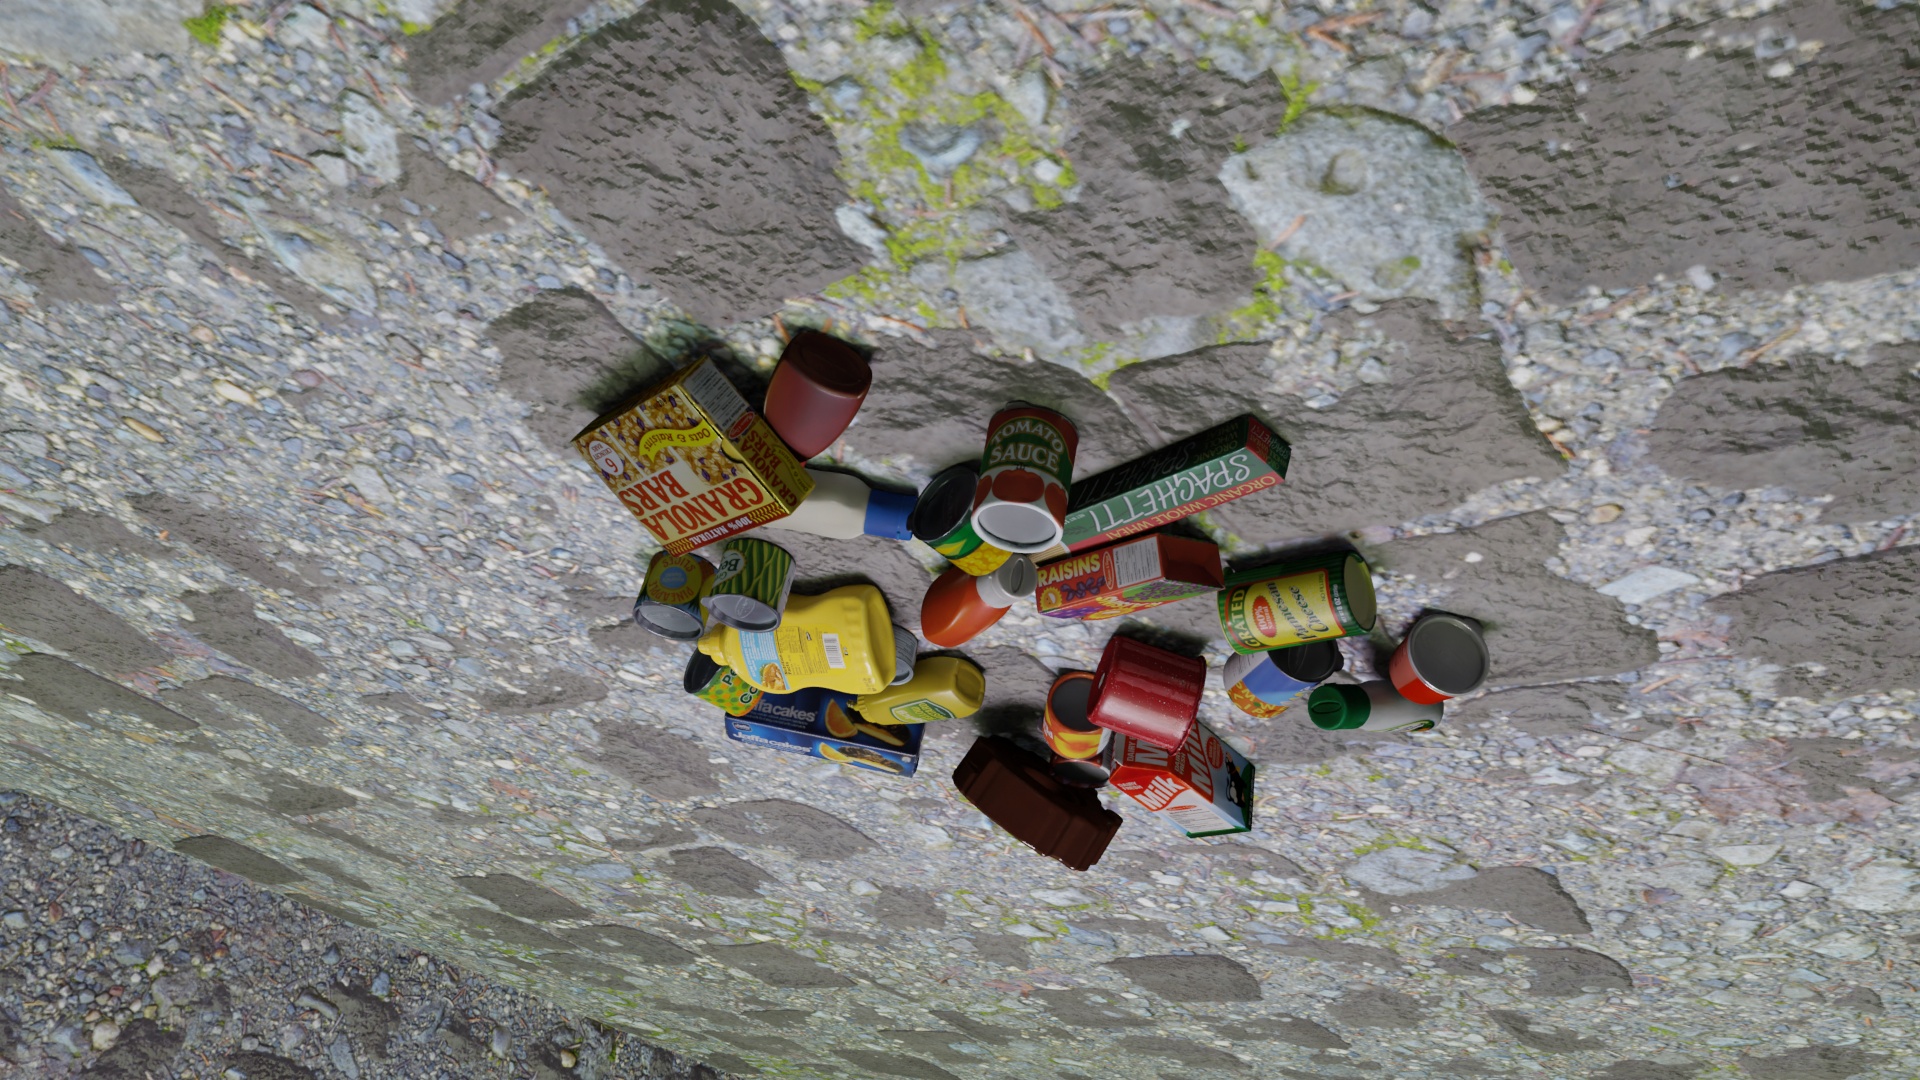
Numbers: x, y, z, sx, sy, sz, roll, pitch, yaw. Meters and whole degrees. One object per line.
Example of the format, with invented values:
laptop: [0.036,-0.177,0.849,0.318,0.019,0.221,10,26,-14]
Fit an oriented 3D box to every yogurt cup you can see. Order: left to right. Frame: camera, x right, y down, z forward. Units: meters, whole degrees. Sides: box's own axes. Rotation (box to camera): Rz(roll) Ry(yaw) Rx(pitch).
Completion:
yogurt cup: [0.381,0.099,1.115,0.072,0.072,0.053,14,156,-3]

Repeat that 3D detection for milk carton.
milk carton: [0.207,0.220,1.355,0.073,0.073,0.190,-17,139,38]

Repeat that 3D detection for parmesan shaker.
parmesan shaker: [0.258,0.045,1.070,0.103,0.071,0.071,-15,139,35]

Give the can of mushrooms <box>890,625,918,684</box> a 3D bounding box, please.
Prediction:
can of mushrooms: [-0.075,0.107,1.306,0.071,0.033,0.070,8,148,5]

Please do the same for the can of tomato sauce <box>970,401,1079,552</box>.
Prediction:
can of tomato sauce: [0.046,-0.044,0.980,0.071,0.083,0.071,8,148,5]

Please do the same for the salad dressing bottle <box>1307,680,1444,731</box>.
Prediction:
salad dressing bottle: [0.344,0.138,1.152,0.148,0.044,0.064,6,166,-42]

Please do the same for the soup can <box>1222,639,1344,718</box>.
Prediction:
soup can: [0.267,0.105,1.156,0.071,0.072,0.083,17,148,-7]

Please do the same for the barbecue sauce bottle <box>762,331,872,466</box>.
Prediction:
barbecue sauce bottle: [-0.114,-0.088,1.001,0.065,0.044,0.147,29,146,-7]

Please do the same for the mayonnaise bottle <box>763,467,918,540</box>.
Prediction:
mayonnaise bottle: [-0.109,-0.030,1.095,0.148,0.041,0.064,10,147,1]

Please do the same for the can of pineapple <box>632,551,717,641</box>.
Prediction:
can of pineapple: [-0.256,0.049,1.251,0.071,0.058,0.070,8,148,5]

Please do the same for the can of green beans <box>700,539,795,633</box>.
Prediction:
can of green beans: [-0.182,0.040,1.211,0.071,0.058,0.071,8,148,5]

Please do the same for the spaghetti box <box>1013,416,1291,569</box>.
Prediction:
spaghetti box: [0.126,-0.030,1.027,0.050,0.029,0.249,34,142,-32]

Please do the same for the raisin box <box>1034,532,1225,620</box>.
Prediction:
raisin box: [0.130,0.031,1.085,0.123,0.040,0.086,-18,163,39]

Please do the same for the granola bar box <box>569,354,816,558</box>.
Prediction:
granola bar box: [-0.202,-0.057,1.032,0.165,0.039,0.124,-17,119,47]

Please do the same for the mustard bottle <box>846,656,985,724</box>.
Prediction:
mustard bottle: [-0.052,0.152,1.354,0.160,0.049,0.065,-17,140,38]

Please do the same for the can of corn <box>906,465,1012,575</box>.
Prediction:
can of corn: [0.004,-0.013,1.057,0.071,0.071,0.058,-19,137,40]

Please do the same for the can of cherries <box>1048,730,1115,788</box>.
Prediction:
can of cherries: [0.120,0.206,1.374,0.071,0.059,0.071,8,148,5]

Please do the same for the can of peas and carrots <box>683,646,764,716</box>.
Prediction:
can of peas and carrots: [-0.227,0.132,1.364,0.058,0.071,0.070,34,142,-32]

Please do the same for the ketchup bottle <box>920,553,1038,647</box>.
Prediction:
ketchup bottle: [0.014,0.044,1.124,0.043,0.065,0.148,19,159,-18]

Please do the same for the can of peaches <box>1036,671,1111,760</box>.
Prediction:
can of peaches: [0.109,0.164,1.303,0.071,0.071,0.057,9,148,4]
